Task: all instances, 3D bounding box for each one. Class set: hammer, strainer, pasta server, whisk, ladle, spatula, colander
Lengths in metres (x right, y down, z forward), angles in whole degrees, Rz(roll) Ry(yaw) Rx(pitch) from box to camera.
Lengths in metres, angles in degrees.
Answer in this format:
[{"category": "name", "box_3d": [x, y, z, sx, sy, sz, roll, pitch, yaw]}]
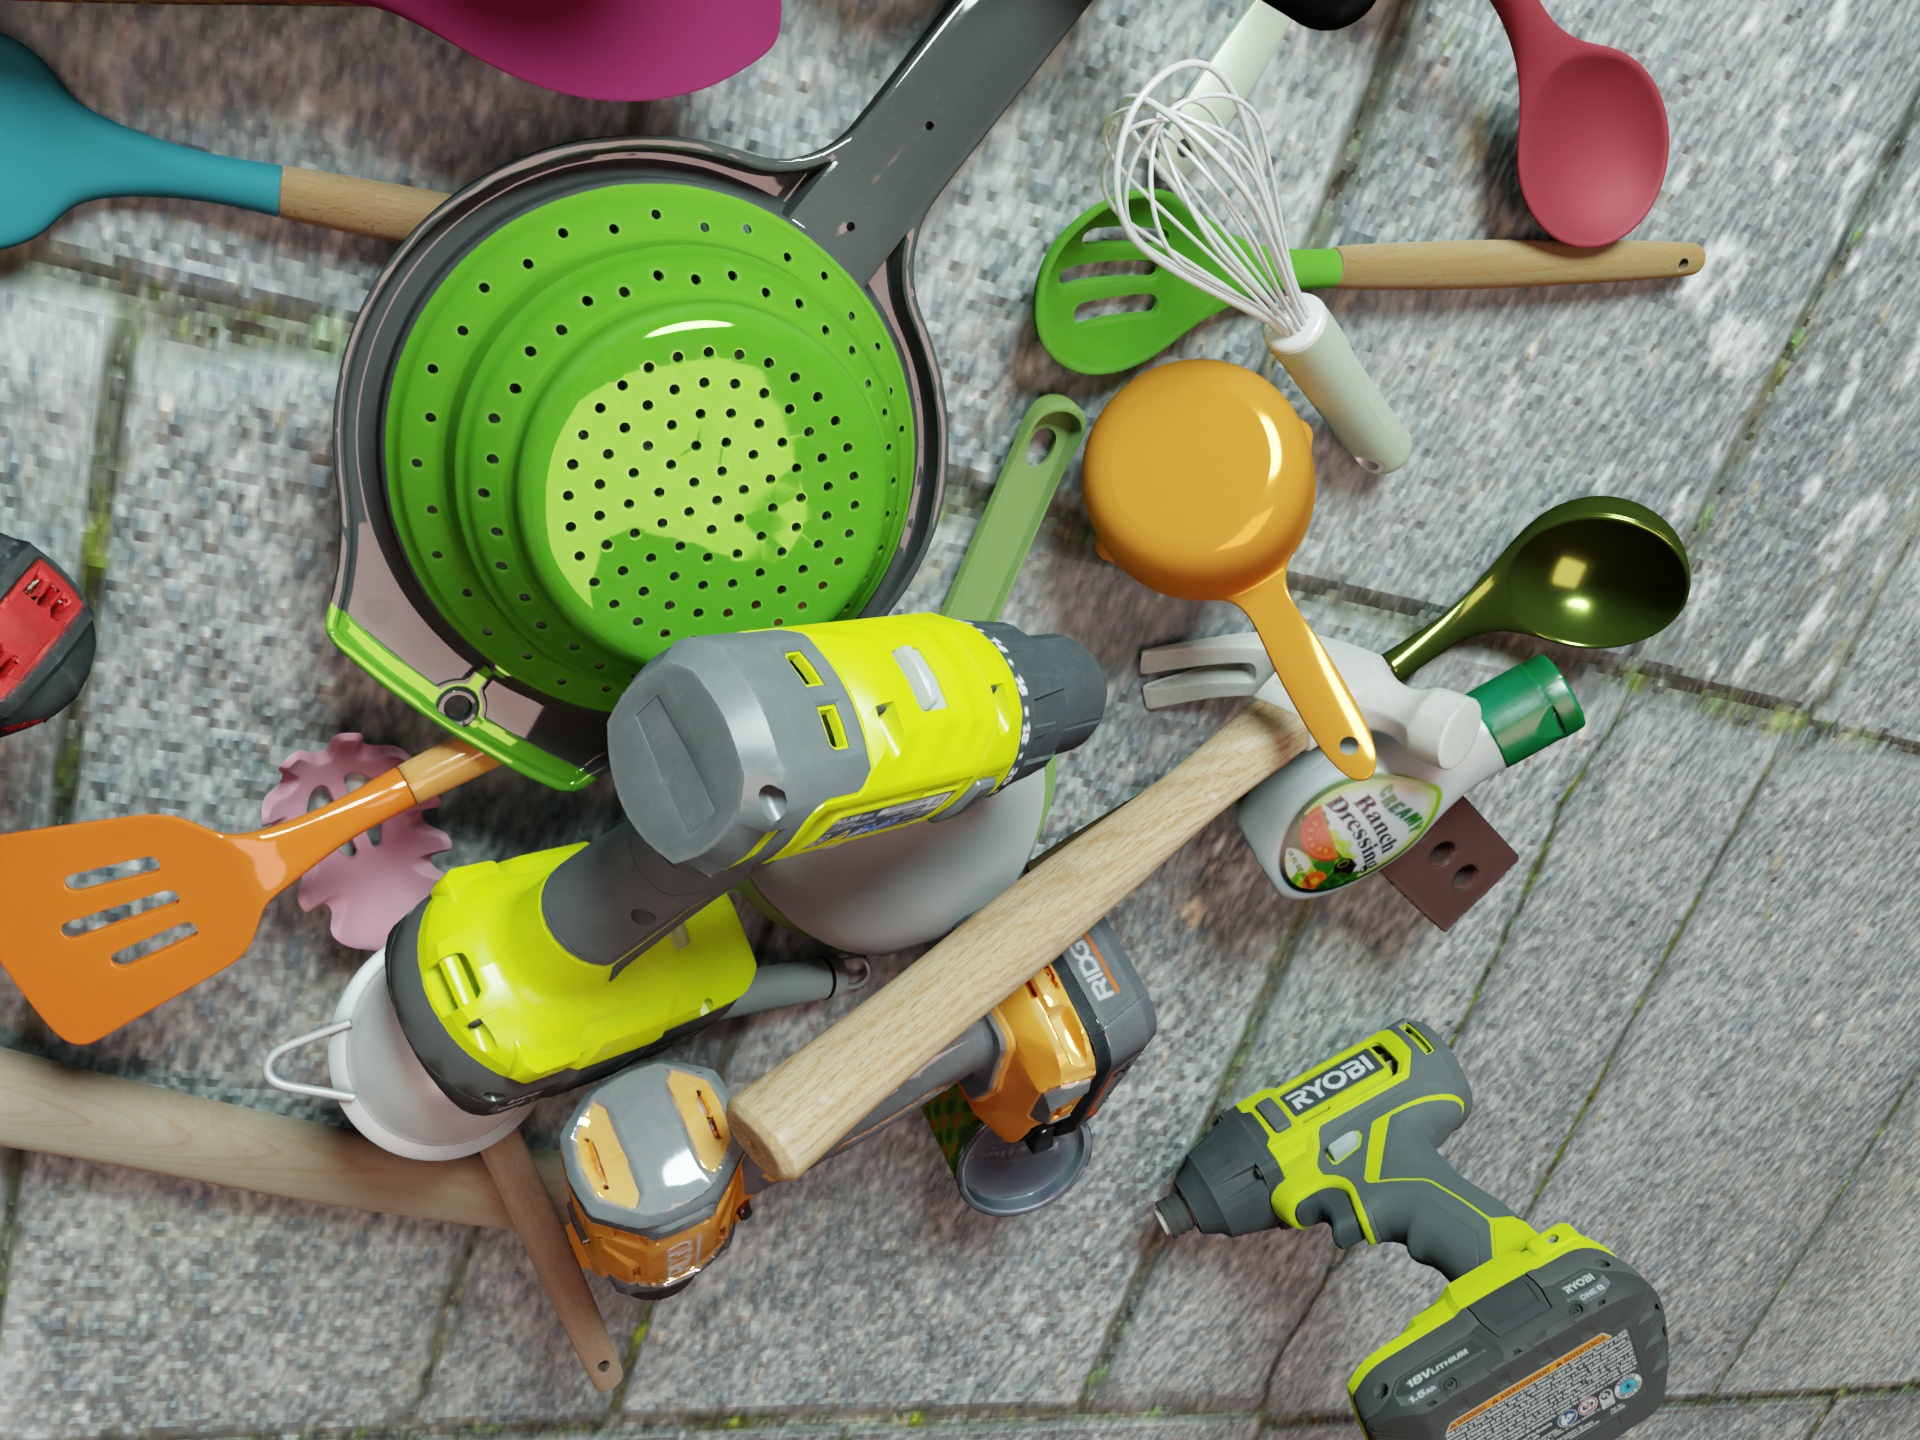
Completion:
[{"category": "hammer", "box_3d": [0.049, 0.056, 0.598, 0.331, 0.130, 0.031, -34, 132, -30]}, {"category": "hammer", "box_3d": [-0.297, 0.176, 0.634, 0.410, 0.038, 0.146, 21, 109, -29]}, {"category": "strainer", "box_3d": [-0.134, 0.115, 0.626, 0.258, 0.050, 0.087, -3, 89, -43]}, {"category": "pasta server", "box_3d": [-0.191, 0.146, 0.628, 0.060, 0.040, 0.316, -25, 112, -21]}, {"category": "whisk", "box_3d": [0.118, -0.150, 0.578, 0.059, 0.058, 0.246, -58, 143, 2]}, {"category": "ladle", "box_3d": [0.174, -0.004, 0.707, 0.320, 0.062, 0.078, -30, 126, -1]}, {"category": "strainer", "box_3d": [-0.001, -0.002, 0.632, 0.151, 0.069, 0.256, 14, 112, -26]}, {"category": "spatula", "box_3d": [-0.177, 0.009, 0.567, 0.322, 0.041, 0.081, -29, 113, -22]}, {"category": "spatula", "box_3d": [-0.185, -0.157, 0.497, 0.317, 0.044, 0.082, 4, 109, -24]}, {"category": "ladle", "box_3d": [0.177, -0.267, 0.540, 0.069, 0.031, 0.315, -53, 137, 5]}, {"category": "colander", "box_3d": [-0.037, -0.141, 0.501, 0.204, 0.095, 0.397, 38, 90, -28]}]

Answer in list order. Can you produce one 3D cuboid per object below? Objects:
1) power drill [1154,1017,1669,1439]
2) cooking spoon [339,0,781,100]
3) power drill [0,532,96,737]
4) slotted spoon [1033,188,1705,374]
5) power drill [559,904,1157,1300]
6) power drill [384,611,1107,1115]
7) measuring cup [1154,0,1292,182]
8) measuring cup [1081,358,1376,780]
[{"category": "power drill", "box_3d": [0.201, 0.247, 0.748, 0.171, 0.223, 0.080, -27, 115, -5]}, {"category": "cooking spoon", "box_3d": [-0.205, -0.205, 0.431, 0.318, 0.017, 0.068, -7, 111, -18]}, {"category": "power drill", "box_3d": [-0.365, -0.072, 0.439, 0.143, 0.079, 0.219, -11, 130, 24]}, {"category": "slotted spoon", "box_3d": [0.169, -0.178, 0.630, 0.313, 0.031, 0.070, -7, 127, -19]}, {"category": "power drill", "box_3d": [-0.049, 0.163, 0.644, 0.226, 0.084, 0.185, -20, 154, -21]}, {"category": "power drill", "box_3d": [-0.069, 0.040, 0.531, 0.228, 0.080, 0.190, -37, 164, 35]}, {"category": "measuring cup", "box_3d": [0.126, -0.261, 0.562, 0.083, 0.038, 0.167, 29, 101, -30]}, {"category": "measuring cup", "box_3d": [0.108, -0.056, 0.593, 0.095, 0.174, 0.052, -30, 167, 10]}]
